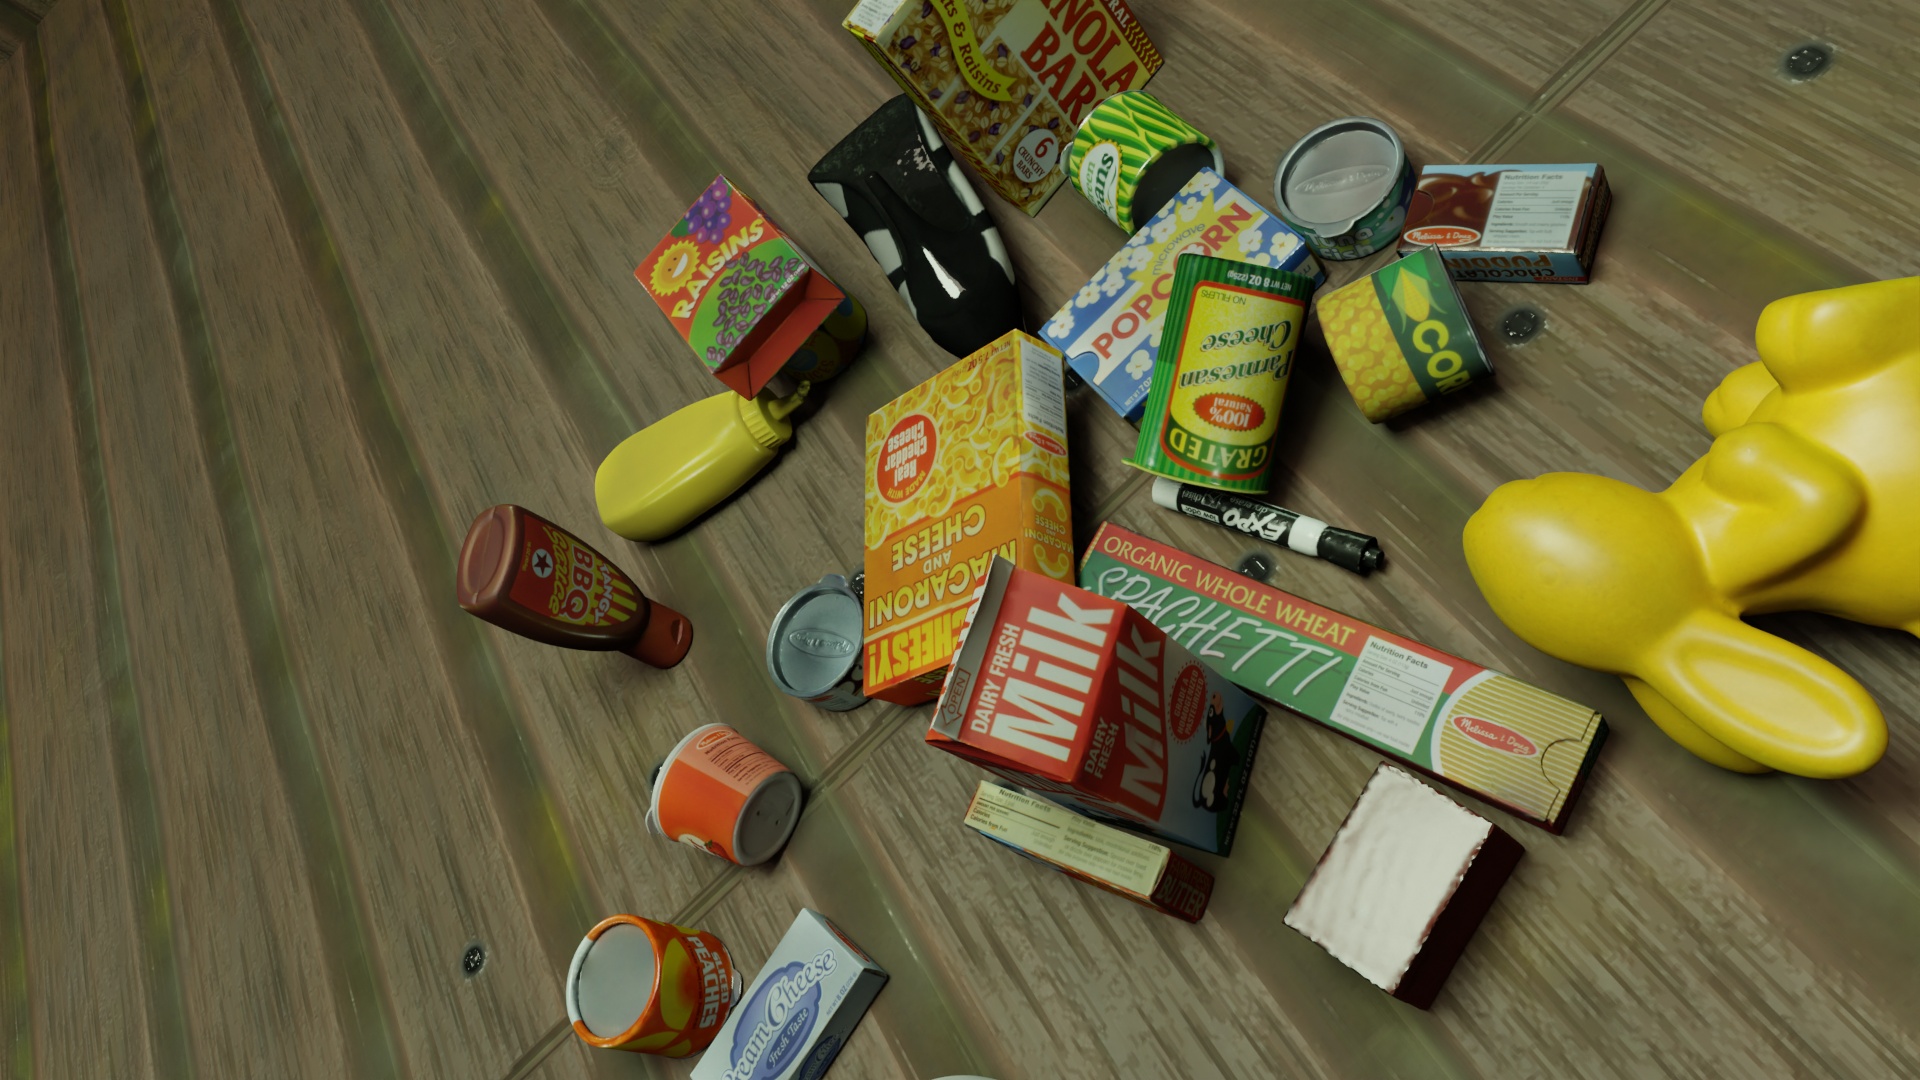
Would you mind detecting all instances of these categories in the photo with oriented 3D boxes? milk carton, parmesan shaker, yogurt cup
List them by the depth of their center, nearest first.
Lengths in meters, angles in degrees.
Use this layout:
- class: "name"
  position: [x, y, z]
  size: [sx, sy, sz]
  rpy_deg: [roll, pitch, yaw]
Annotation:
- class: "milk carton"
  position: [0.052, 0.071, 0.573]
  size: [0.073, 0.190, 0.072]
  rpy_deg: [8, 73, 37]
- class: "parmesan shaker"
  position: [0.121, -0.080, 0.657]
  size: [0.071, 0.071, 0.103]
  rpy_deg: [19, 103, 39]
- class: "yogurt cup"
  position: [-0.122, 0.138, 0.740]
  size: [0.054, 0.072, 0.072]
  rpy_deg: [20, 79, 31]

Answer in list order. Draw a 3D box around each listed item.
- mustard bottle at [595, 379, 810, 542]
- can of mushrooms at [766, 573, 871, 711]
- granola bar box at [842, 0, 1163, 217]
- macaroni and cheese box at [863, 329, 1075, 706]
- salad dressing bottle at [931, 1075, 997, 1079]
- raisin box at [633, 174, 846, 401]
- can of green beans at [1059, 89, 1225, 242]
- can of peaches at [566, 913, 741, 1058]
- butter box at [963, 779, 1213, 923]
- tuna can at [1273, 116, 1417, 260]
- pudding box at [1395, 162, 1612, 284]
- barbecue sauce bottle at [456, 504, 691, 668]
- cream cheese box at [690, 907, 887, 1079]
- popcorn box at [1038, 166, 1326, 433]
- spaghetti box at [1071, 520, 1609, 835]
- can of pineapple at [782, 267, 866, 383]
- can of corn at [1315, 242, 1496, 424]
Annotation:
- class: "mustard bottle"
  position: [-0.155, -0.056, 0.867]
  size: [0.160, 0.048, 0.065]
  rpy_deg: [-27, 55, 19]
- class: "can of mushrooms"
  position: [-0.070, 0.057, 0.764]
  size: [0.071, 0.033, 0.071]
  rpy_deg: [-15, 60, 28]
- class: "granola bar box"
  position: [0.029, -0.281, 0.781]
  size: [0.124, 0.165, 0.039]
  rpy_deg: [-50, 49, 4]
- class: "macaroni and cheese box"
  position: [0.003, -0.009, 0.723]
  size: [0.123, 0.040, 0.167]
  rpy_deg: [-25, 56, 42]
- class: "salad dressing bottle"
  position: [-0.031, 0.277, 0.622]
  size: [0.147, 0.044, 0.064]
  rpy_deg: [-17, 61, 27]
- class: "raisin box"
  position: [-0.134, -0.153, 0.831]
  size: [0.086, 0.040, 0.124]
  rpy_deg: [-47, 52, 7]
- class: "can of green beans"
  position: [0.101, -0.202, 0.757]
  size: [0.071, 0.071, 0.058]
  rpy_deg: [-44, 51, 8]
- class: "can of peaches"
  position: [-0.159, 0.231, 0.721]
  size: [0.071, 0.058, 0.071]
  rpy_deg: [-15, 60, 28]
- class: "butter box"
  position: [0.057, 0.140, 0.625]
  size: [0.103, 0.053, 0.024]
  rpy_deg: [13, 73, 37]
- class: "tuna can"
  position: [0.195, -0.175, 0.702]
  size: [0.071, 0.033, 0.071]
  rpy_deg: [-15, 60, 28]
- class: "pudding box"
  position: [0.254, -0.150, 0.652]
  size: [0.084, 0.030, 0.050]
  rpy_deg: [10, 75, 37]
- class: "barbecue sauce bottle"
  position: [-0.217, 0.035, 0.798]
  size: [0.043, 0.148, 0.065]
  rpy_deg: [-12, 62, 29]
- class: "cream cheese box"
  position: [-0.086, 0.241, 0.688]
  size: [0.053, 0.024, 0.104]
  rpy_deg: [32, 87, 41]
- class: "popcorn box"
  position: [0.115, -0.124, 0.727]
  size: [0.126, 0.038, 0.085]
  rpy_deg: [-44, 52, 7]
- class: "spaghetti box"
  position: [0.154, 0.053, 0.619]
  size: [0.250, 0.028, 0.050]
  rpy_deg: [24, 82, 39]
- class: "can of pineapple"
  position: [-0.101, -0.137, 0.865]
  size: [0.071, 0.058, 0.071]
  rpy_deg: [-15, 60, 28]
- class: "can of corn"
  position: [0.203, -0.091, 0.633]
  size: [0.058, 0.071, 0.071]
  rpy_deg: [-25, 56, 23]
